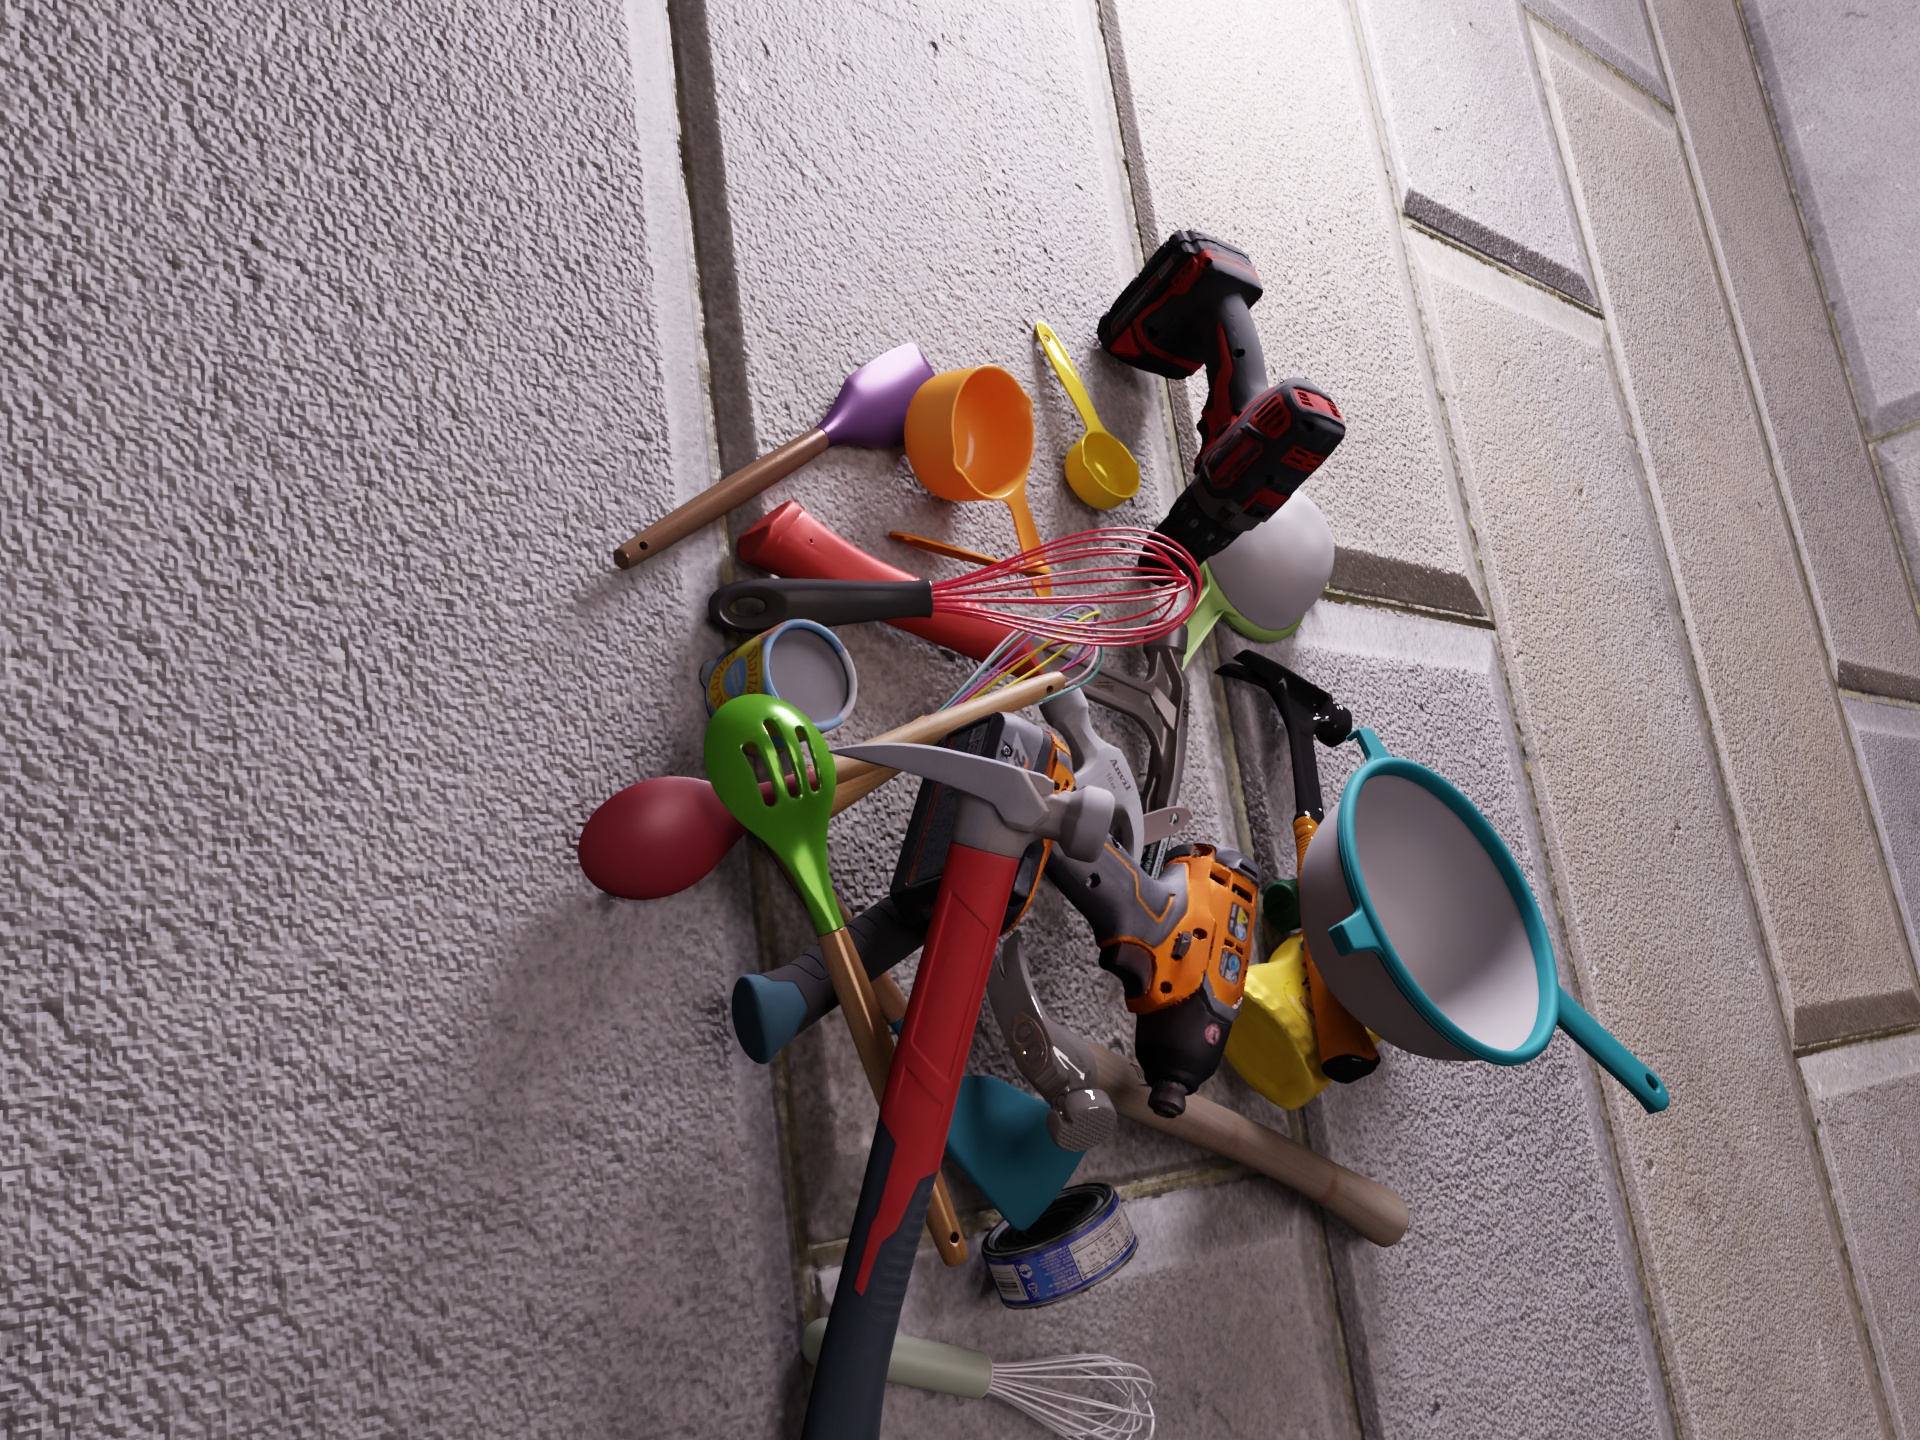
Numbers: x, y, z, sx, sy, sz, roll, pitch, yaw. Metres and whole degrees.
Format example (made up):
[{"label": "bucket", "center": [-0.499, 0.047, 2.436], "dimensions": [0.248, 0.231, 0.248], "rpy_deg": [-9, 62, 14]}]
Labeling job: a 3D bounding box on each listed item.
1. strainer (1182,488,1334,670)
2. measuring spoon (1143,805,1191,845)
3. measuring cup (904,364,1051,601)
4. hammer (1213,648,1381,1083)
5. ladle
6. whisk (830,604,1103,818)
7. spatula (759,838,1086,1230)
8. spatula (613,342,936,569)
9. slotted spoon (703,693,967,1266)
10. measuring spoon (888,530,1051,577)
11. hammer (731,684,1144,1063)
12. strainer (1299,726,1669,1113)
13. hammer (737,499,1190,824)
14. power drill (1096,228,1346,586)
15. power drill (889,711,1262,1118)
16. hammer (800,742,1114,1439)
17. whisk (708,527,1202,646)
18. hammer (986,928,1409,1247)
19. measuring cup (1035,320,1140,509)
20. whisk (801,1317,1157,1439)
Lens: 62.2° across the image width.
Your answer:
[{"label": "strainer", "center": [0.224, -0.113, 1.228], "dimensions": [0.151, 0.069, 0.256], "rpy_deg": [54, 45, -14]}, {"label": "measuring spoon", "center": [0.104, 0.078, 1.063], "dimensions": [0.124, 0.018, 0.034], "rpy_deg": [-15, 103, -31]}, {"label": "measuring cup", "center": [0.016, -0.154, 1.072], "dimensions": [0.095, 0.052, 0.173], "rpy_deg": [-46, 127, -39]}, {"label": "hammer", "center": [0.250, 0.099, 1.138], "dimensions": [0.127, 0.034, 0.337], "rpy_deg": [27, 44, -28]}, {"label": "ladle", "center": [-0.062, 0.025, 0.882], "dimensions": [0.315, 0.031, 0.069], "rpy_deg": [-22, 122, -33]}, {"label": "whisk", "center": [-0.002, -0.002, 0.964], "dimensions": [0.245, 0.047, 0.051], "rpy_deg": [-34, 107, -27]}, {"label": "spatula", "center": [-0.041, 0.144, 0.902], "dimensions": [0.082, 0.044, 0.317], "rpy_deg": [-42, 103, -41]}, {"label": "spatula", "center": [-0.101, -0.162, 0.981], "dimensions": [0.316, 0.018, 0.059], "rpy_deg": [-41, 104, -44]}, {"label": "slotted spoon", "center": [-0.056, 0.132, 0.821], "dimensions": [0.070, 0.031, 0.314], "rpy_deg": [-20, 89, -33]}, {"label": "measuring spoon", "center": [0.007, -0.111, 1.043], "dimensions": [0.116, 0.021, 0.011], "rpy_deg": [13, 81, -22]}, {"label": "hammer", "center": [-0.004, 0.095, 0.917], "dimensions": [0.331, 0.033, 0.128], "rpy_deg": [-30, 91, -42]}, {"label": "strainer", "center": [0.336, 0.175, 1.062], "dimensions": [0.340, 0.095, 0.211], "rpy_deg": [40, 41, -19]}, {"label": "hammer", "center": [0.015, -0.046, 1.027], "dimensions": [0.358, 0.037, 0.149], "rpy_deg": [21, 69, -35]}, {"label": "power drill", "center": [0.176, -0.228, 1.180], "dimensions": [0.080, 0.188, 0.227], "rpy_deg": [11, 49, -35]}, {"label": "power drill", "center": [0.074, 0.113, 0.896], "dimensions": [0.226, 0.084, 0.164], "rpy_deg": [33, 55, -26]}, {"label": "hammer", "center": [-0.040, 0.204, 0.787], "dimensions": [0.143, 0.038, 0.386], "rpy_deg": [15, 90, 1]}, {"label": "whisk", "center": [0.001, -0.074, 0.936], "dimensions": [0.295, 0.073, 0.073], "rpy_deg": [-4, 75, -10]}, {"label": "hammer", "center": [0.171, 0.262, 1.038], "dimensions": [0.410, 0.038, 0.146], "rpy_deg": [33, 20, -38]}, {"label": "measuring cup", "center": [0.083, -0.225, 1.178], "dimensions": [0.062, 0.029, 0.157], "rpy_deg": [-8, 68, -44]}, {"label": "whisk", "center": [0.016, 0.362, 0.877], "dimensions": [0.246, 0.057, 0.059], "rpy_deg": [26, 24, -31]}]
